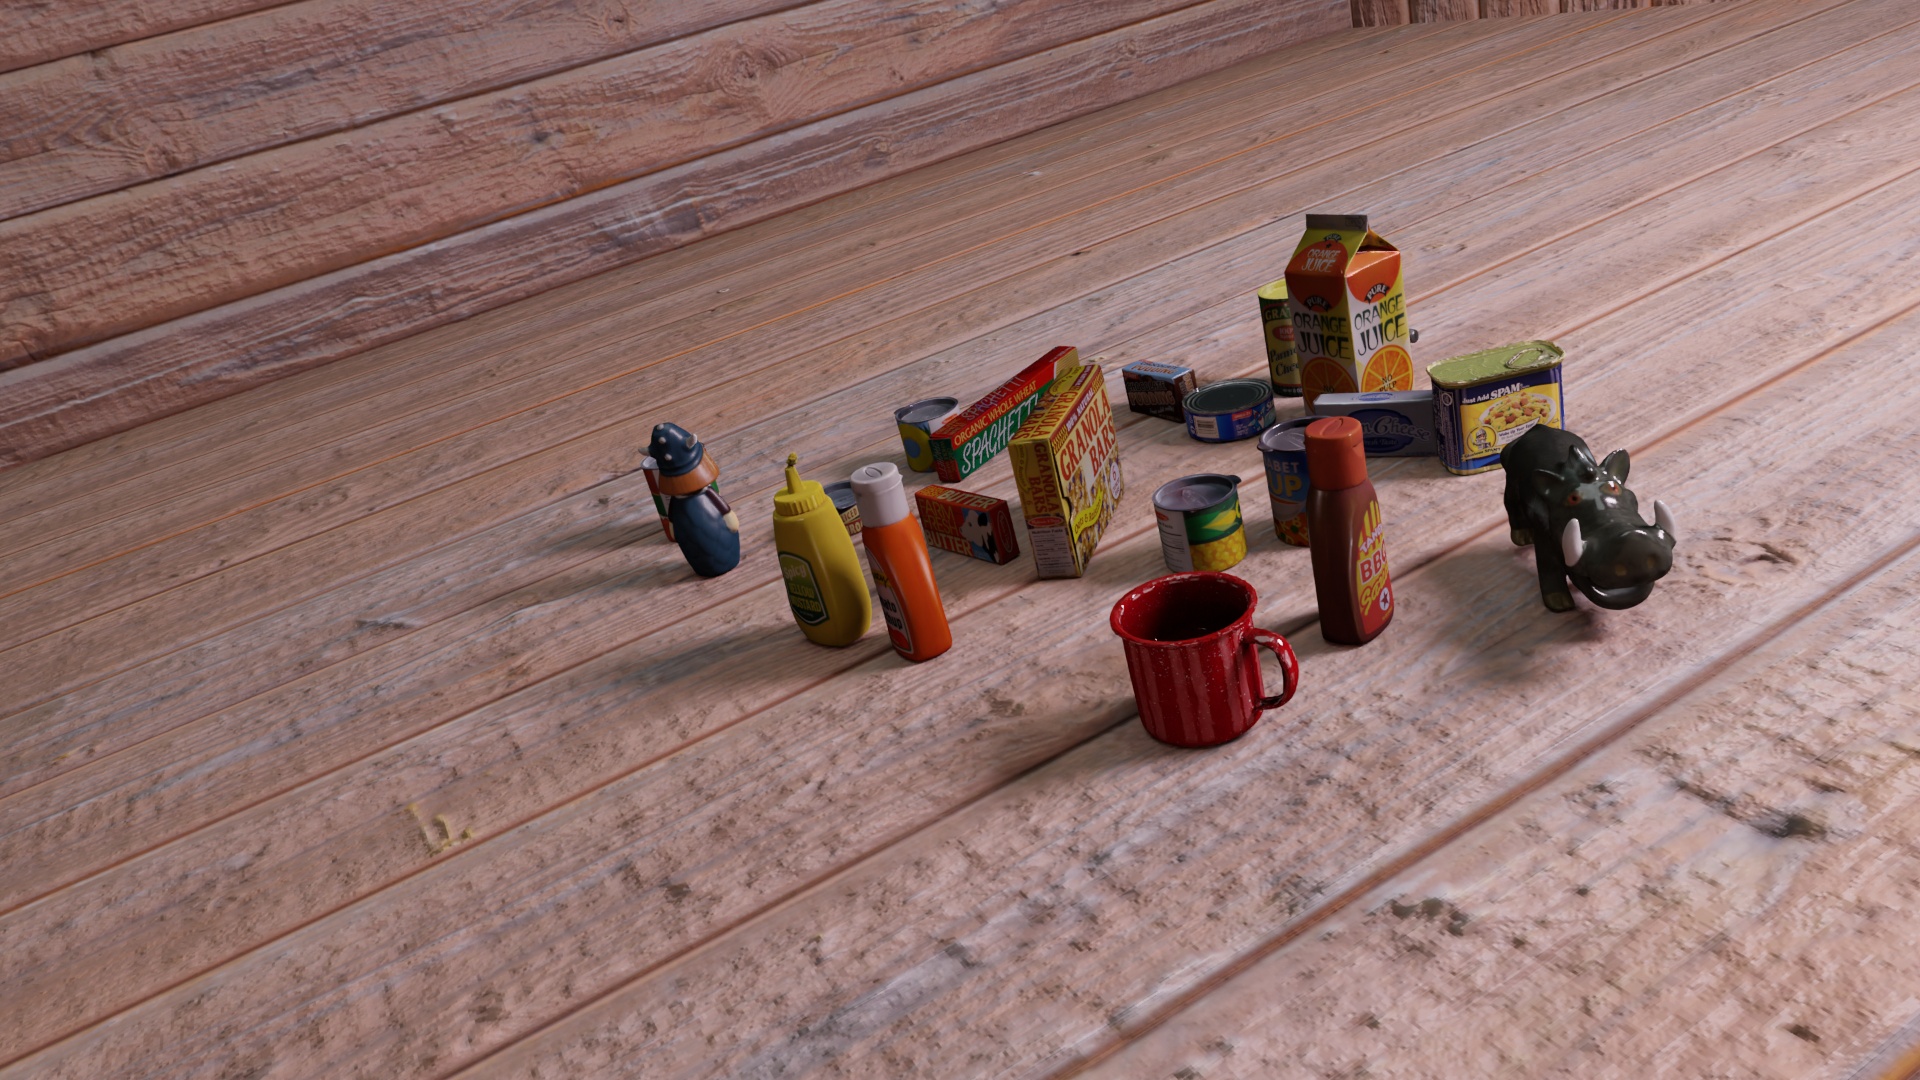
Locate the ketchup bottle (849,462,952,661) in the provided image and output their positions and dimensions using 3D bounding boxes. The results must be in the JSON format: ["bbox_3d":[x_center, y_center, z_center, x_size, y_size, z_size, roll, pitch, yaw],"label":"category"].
[{"bbox_3d":[-0.046,0.015,1.045,0.044,0.148,0.065,-23,25,-18],"label":"ketchup bottle"}]

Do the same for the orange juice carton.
[{"bbox_3d":[0.346,-0.197,1.237,0.073,0.192,0.072,-26,26,-25],"label":"orange juice carton"}]

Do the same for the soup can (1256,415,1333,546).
[{"bbox_3d":[0.269,-0.046,1.080,0.071,0.083,0.071,-12,23,5],"label":"soup can"}]

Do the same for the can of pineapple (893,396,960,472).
[{"bbox_3d":[-0.029,-0.109,1.424,0.071,0.057,0.071,-12,24,5],"label":"can of pineapple"}]

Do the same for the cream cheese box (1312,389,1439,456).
[{"bbox_3d":[0.357,-0.099,1.186,0.104,0.053,0.024,1,28,32],"label":"cream cheese box"}]

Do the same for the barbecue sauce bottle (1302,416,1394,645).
[{"bbox_3d":[0.256,-0.008,0.923,0.043,0.148,0.065,5,30,38],"label":"barbecue sauce bottle"}]

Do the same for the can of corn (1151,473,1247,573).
[{"bbox_3d":[0.190,-0.013,1.086,0.071,0.058,0.071,-12,24,5],"label":"can of corn"}]

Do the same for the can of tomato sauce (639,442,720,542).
[{"bbox_3d":[-0.278,-0.050,1.403,0.071,0.082,0.071,-12,23,5],"label":"can of tomato sauce"}]

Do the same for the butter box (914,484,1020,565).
[{"bbox_3d":[0.004,-0.015,1.202,0.024,0.053,0.103,-30,28,-32],"label":"butter box"}]

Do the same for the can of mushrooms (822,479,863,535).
[{"bbox_3d":[-0.113,-0.029,1.325,0.071,0.033,0.071,-12,24,5],"label":"can of mushrooms"}]

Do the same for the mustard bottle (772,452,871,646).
[{"bbox_3d":[-0.116,0.005,1.092,0.065,0.159,0.049,9,33,43],"label":"mustard bottle"}]

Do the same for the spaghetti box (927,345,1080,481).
[{"bbox_3d":[0.052,-0.135,1.444,0.028,0.050,0.251,4,30,37],"label":"spaghetti box"}]

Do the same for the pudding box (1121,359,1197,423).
[{"bbox_3d":[0.202,-0.151,1.395,0.030,0.049,0.084,-26,26,-24],"label":"pudding box"}]

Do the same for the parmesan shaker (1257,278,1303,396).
[{"bbox_3d":[0.334,-0.200,1.362,0.071,0.102,0.071,-12,23,6],"label":"parmesan shaker"}]

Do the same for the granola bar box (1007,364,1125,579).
[{"bbox_3d":[0.093,-0.060,1.163,0.039,0.123,0.166,-4,25,23],"label":"granola bar box"}]
